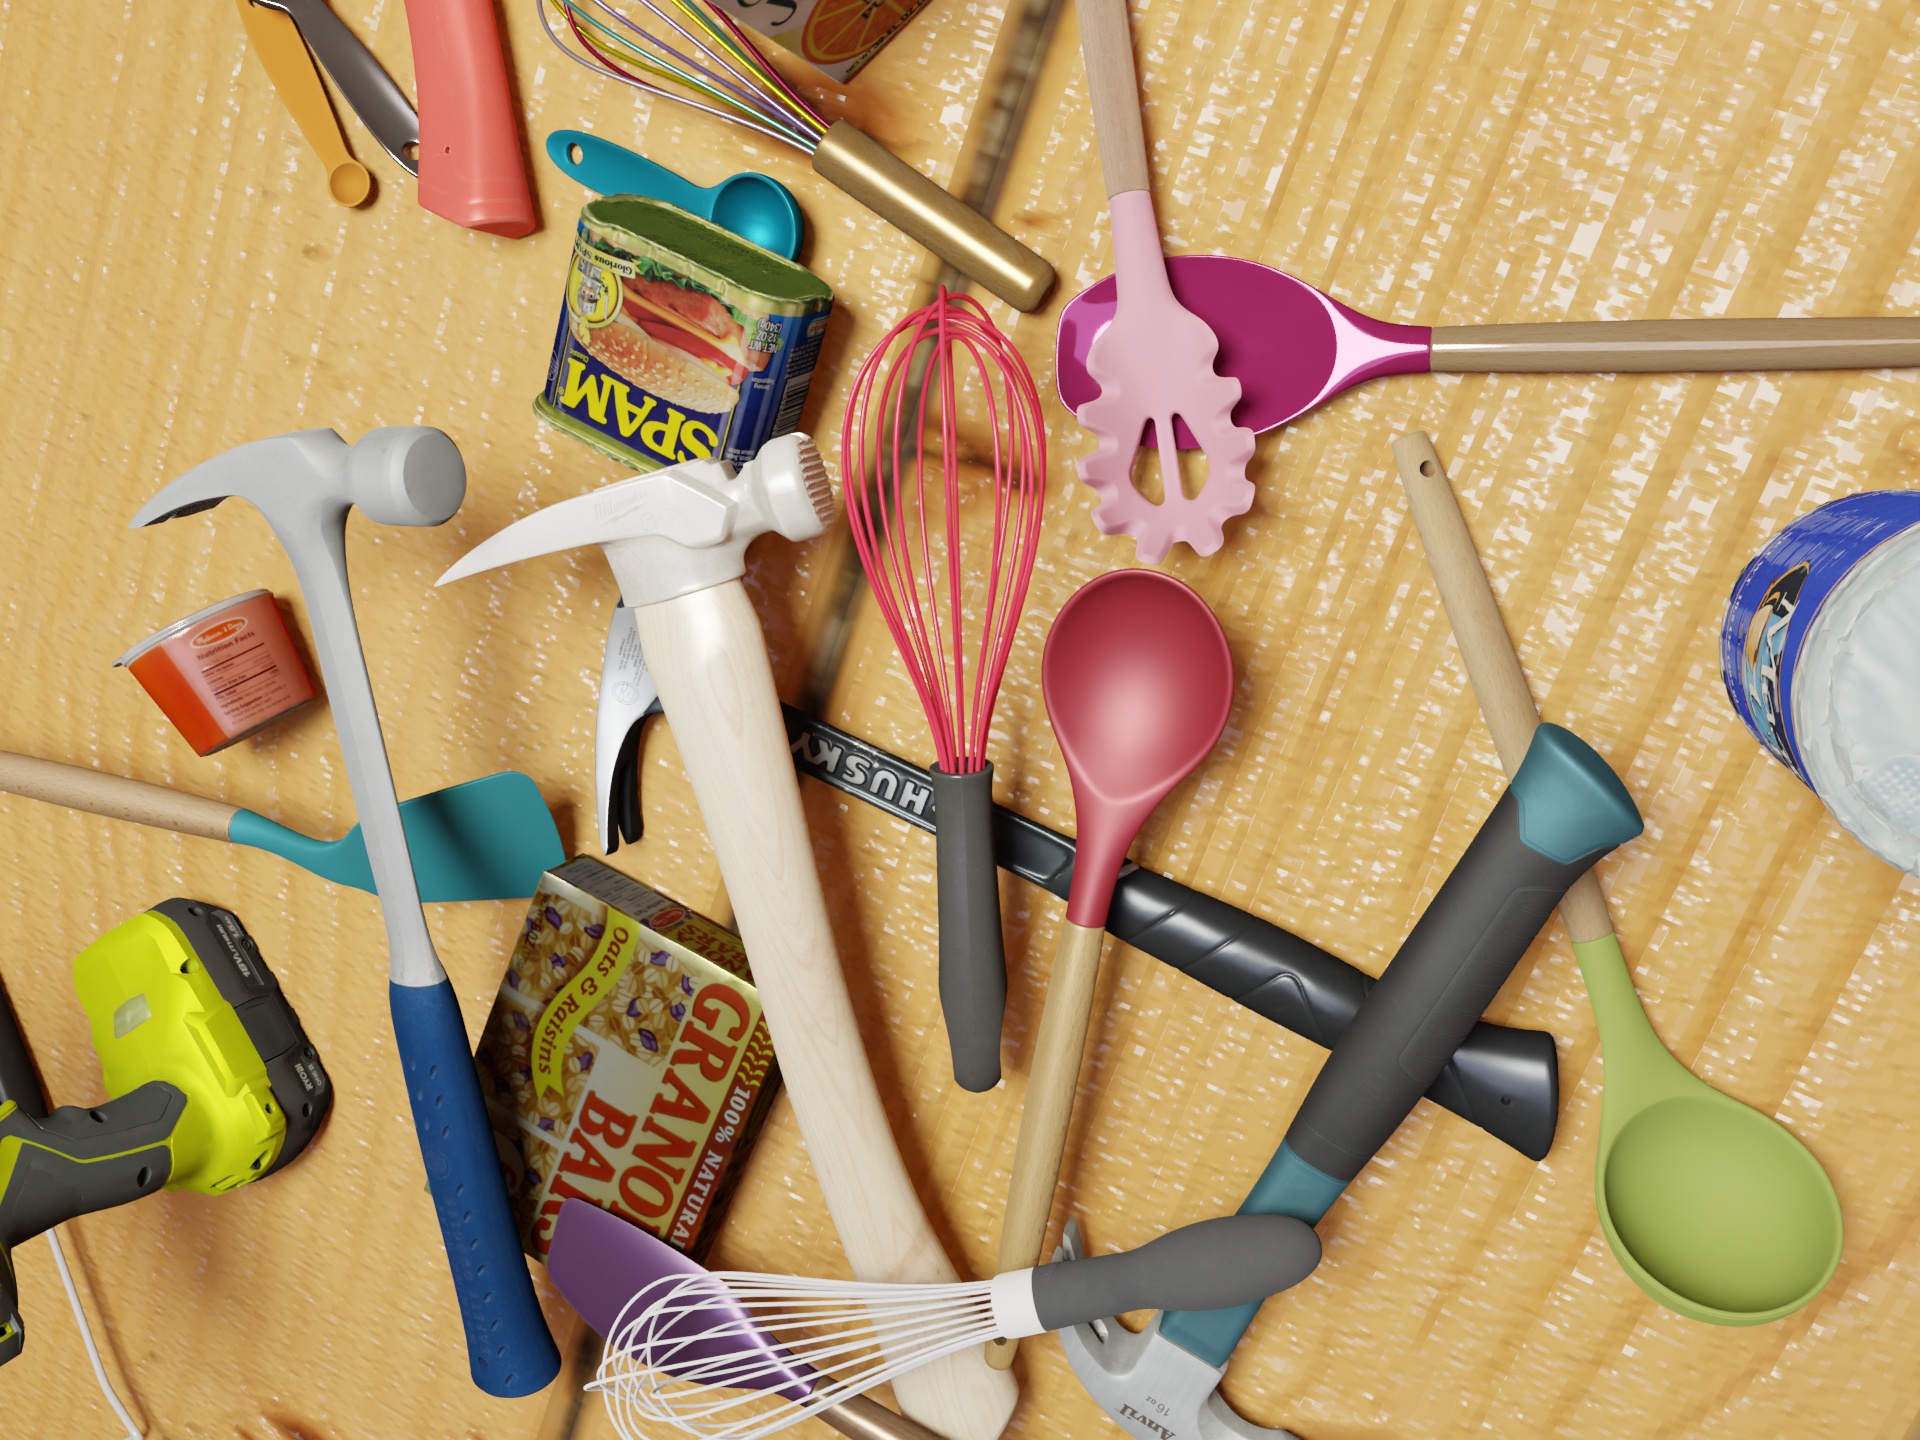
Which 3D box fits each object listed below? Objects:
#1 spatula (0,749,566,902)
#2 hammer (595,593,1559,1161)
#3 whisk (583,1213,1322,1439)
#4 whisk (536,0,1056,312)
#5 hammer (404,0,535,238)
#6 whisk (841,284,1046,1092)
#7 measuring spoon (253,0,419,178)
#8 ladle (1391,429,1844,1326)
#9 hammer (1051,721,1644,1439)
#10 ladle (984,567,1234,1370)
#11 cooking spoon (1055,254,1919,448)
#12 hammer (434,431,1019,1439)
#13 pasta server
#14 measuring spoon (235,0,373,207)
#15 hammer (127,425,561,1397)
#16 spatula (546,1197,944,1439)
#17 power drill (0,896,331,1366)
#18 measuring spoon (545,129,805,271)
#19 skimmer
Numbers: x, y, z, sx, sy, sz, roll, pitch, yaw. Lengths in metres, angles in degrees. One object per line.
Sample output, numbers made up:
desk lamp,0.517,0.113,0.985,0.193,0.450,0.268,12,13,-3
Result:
spatula,-0.328,0.033,0.690,0.317,0.044,0.082,11,140,12
hammer,0.034,0.060,0.613,0.409,0.036,0.149,26,107,12
whisk,-0.008,0.219,0.582,0.284,0.070,0.070,-17,93,14
whisk,-0.067,-0.228,0.601,0.245,0.051,0.047,36,128,5
hammer,-0.211,-0.374,0.622,0.149,0.036,0.359,-9,95,19
whisk,-0.001,-0.002,0.565,0.073,0.073,0.295,2,107,17
measuring spoon,-0.257,-0.273,0.664,0.034,0.018,0.124,-38,92,-19
ladle,0.213,0.049,0.544,0.078,0.062,0.320,-20,89,-8
hammer,0.136,0.145,0.565,0.128,0.033,0.331,29,116,7
ladle,0.042,0.098,0.583,0.069,0.031,0.315,14,103,18
cooking spoon,0.187,-0.127,0.543,0.319,0.017,0.069,3,97,18
hammer,-0.068,0.107,0.612,0.146,0.038,0.410,-14,102,11
pasta server,0.054,-0.211,0.552,0.060,0.040,0.316,-8,91,10
measuring spoon,-0.279,-0.269,0.676,0.021,0.011,0.117,-28,86,11
hammer,-0.218,0.089,0.622,0.144,0.035,0.405,4,112,27
spatula,-0.036,0.281,0.630,0.316,0.018,0.059,22,108,18
power drill,-0.387,0.160,0.663,0.080,0.223,0.171,-30,89,19
measuring spoon,-0.111,-0.209,0.629,0.129,0.021,0.042,28,121,21
skimmer,-0.469,0.297,0.783,0.127,0.090,0.363,-17,91,51
